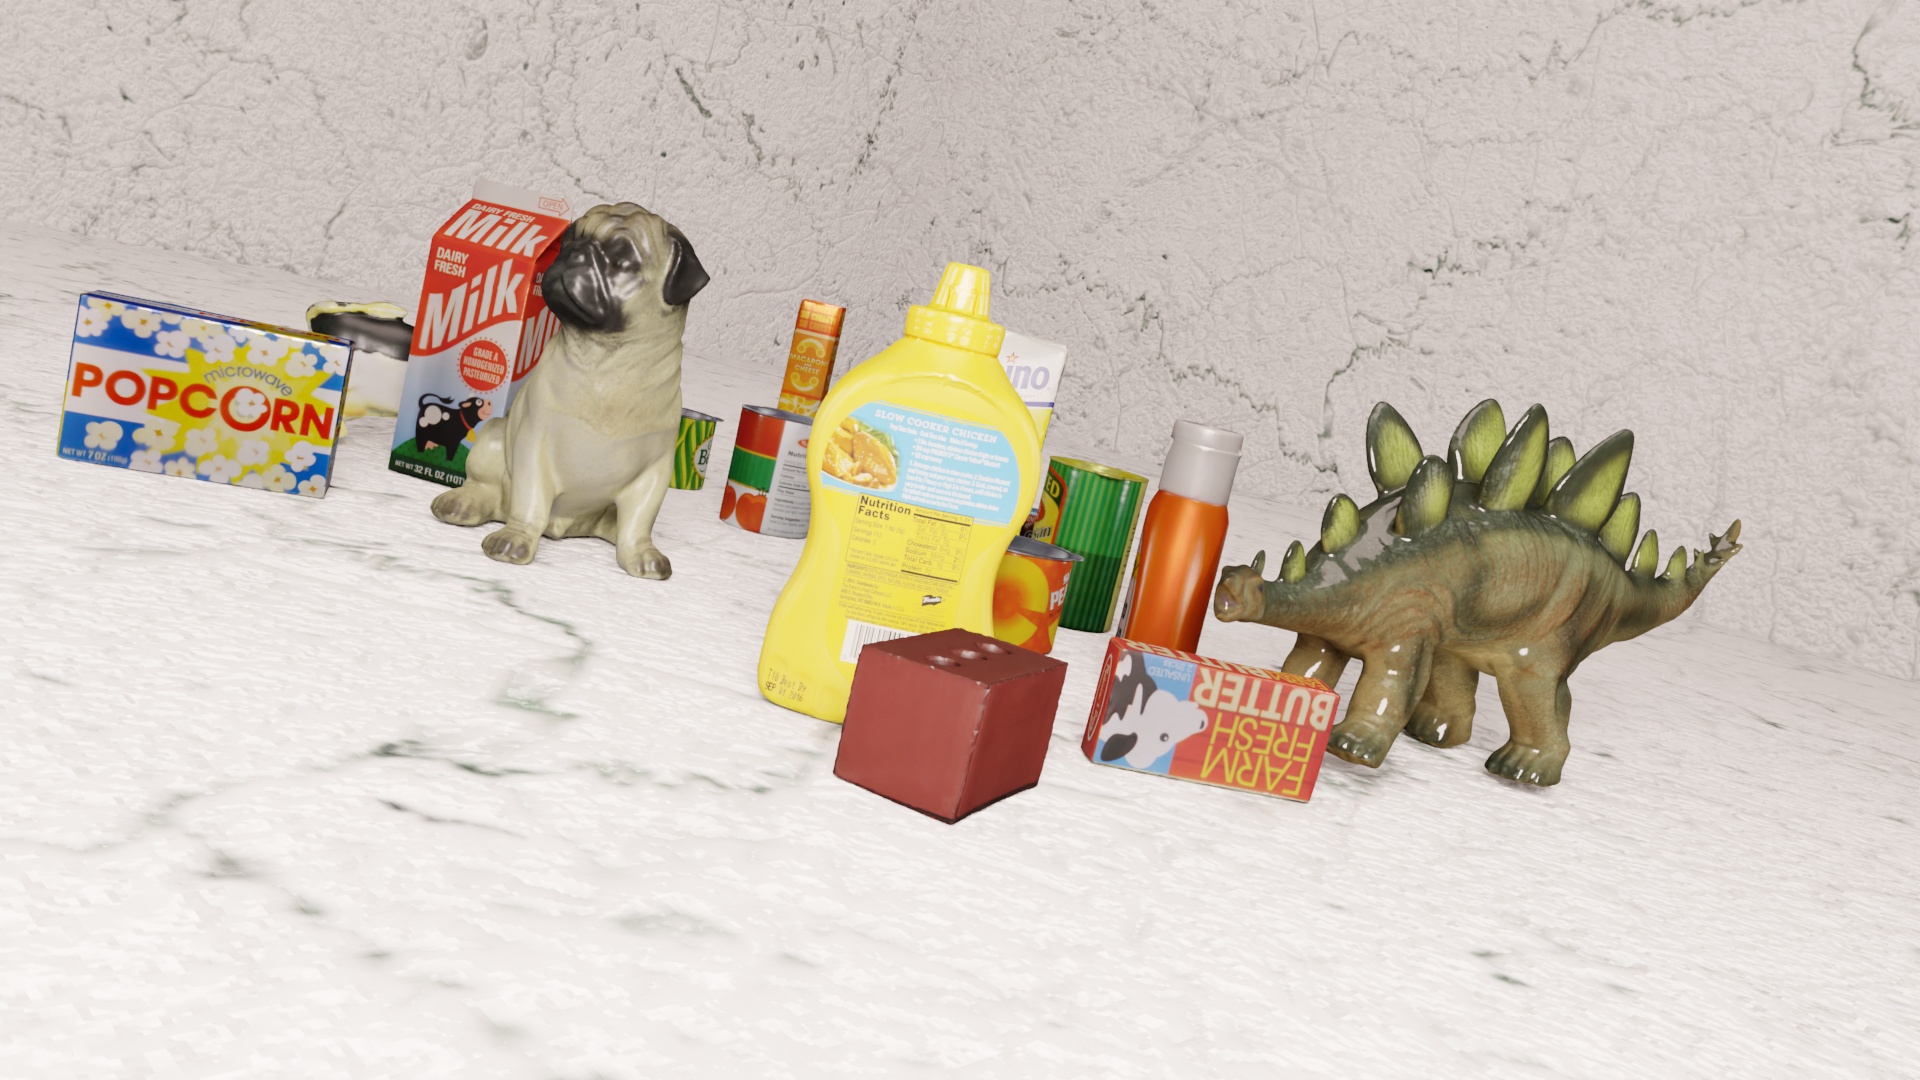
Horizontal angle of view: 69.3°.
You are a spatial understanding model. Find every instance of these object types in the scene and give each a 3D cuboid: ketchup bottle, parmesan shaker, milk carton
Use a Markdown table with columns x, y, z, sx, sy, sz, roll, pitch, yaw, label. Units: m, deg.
| x | y | z | sx | sy | sz | roll | pitch | yaw | label |
| --- | --- | --- | --- | --- | --- | --- | --- | --- | --- |
| 0.111 | 0.013 | 0.718 | 0.043 | 0.148 | 0.065 | 15 | 8 | 11 | ketchup bottle |
| 0.078 | 0.003 | 0.903 | 0.071 | 0.103 | 0.071 | 13 | 7 | -2 | parmesan shaker |
| -0.295 | -0.129 | 0.882 | 0.072 | 0.190 | 0.073 | 15 | 7 | 9 | milk carton |

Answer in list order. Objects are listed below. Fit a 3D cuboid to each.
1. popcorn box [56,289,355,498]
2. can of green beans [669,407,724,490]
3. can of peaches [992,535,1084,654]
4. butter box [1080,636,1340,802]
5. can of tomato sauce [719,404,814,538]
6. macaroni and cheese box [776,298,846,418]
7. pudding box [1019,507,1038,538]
| x | y | z | sx | sy | sz | roll | pitch | yaw | label |
| --- | --- | --- | --- | --- | --- | --- | --- | --- | --- |
| -0.393 | -0.076 | 0.728 | 0.127 | 0.085 | 0.038 | 10 | 8 | -24 | popcorn box |
| -0.229 | -0.075 | 1.093 | 0.071 | 0.057 | 0.071 | 13 | 8 | -2 | can of green beans |
| 0.030 | 0.030 | 0.796 | 0.071 | 0.058 | 0.071 | 13 | 8 | -2 | can of peaches |
| 0.109 | 0.079 | 0.605 | 0.103 | 0.053 | 0.024 | 12 | 8 | -11 | butter box |
| -0.132 | -0.050 | 0.987 | 0.071 | 0.083 | 0.071 | 13 | 8 | -2 | can of tomato sauce |
| -0.143 | -0.137 | 1.274 | 0.040 | 0.166 | 0.124 | 13 | 8 | -5 | macaroni and cheese box |
| 0.083 | 0.005 | 1.082 | 0.084 | 0.049 | 0.030 | 12 | 8 | -7 | pudding box |
